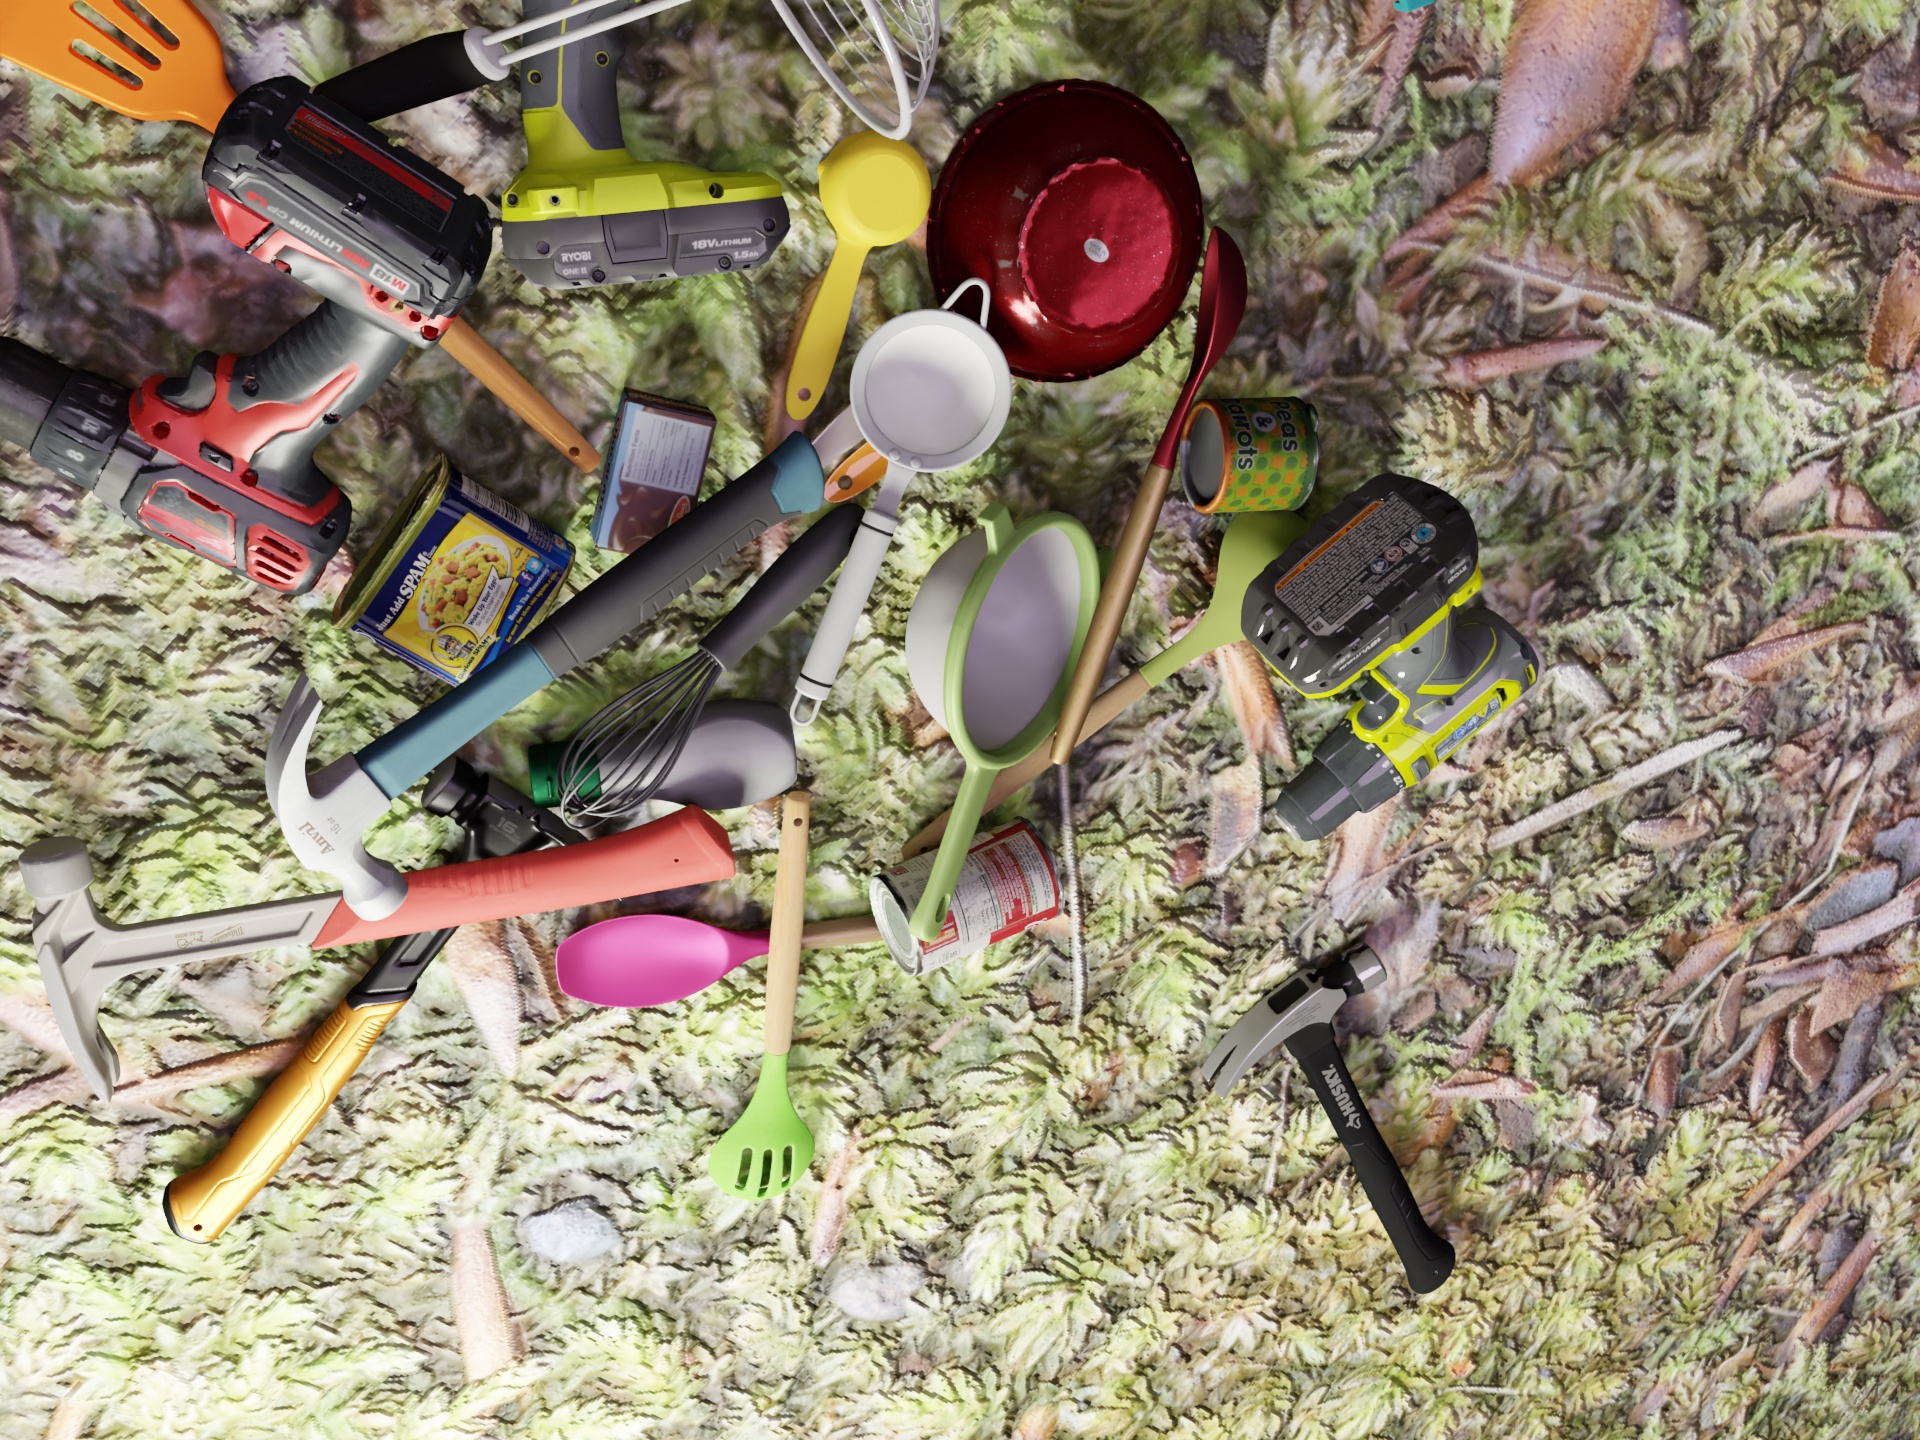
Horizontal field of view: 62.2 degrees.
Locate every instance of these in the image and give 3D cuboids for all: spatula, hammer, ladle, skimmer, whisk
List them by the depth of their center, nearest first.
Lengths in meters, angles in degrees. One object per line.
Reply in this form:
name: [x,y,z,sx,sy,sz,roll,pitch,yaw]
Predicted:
skimmer: [-0.162,-0.263,0.629,0.127,0.363,0.090,55,47,-40]
spatula: [-0.294,-0.229,0.759,0.081,0.041,0.322,-39,120,12]
hammer: [-0.204,-0.040,0.817,0.331,0.033,0.128,-38,134,-13]
hammer: [-0.303,0.108,0.869,0.359,0.037,0.149,-9,114,-12]
whisk: [-0.133,-0.033,0.870,0.239,0.055,0.055,-47,119,-13]
ladle: [0.105,-0.120,0.906,0.031,0.069,0.315,18,104,-2]
hammer: [-0.344,0.179,0.926,0.127,0.034,0.337,37,98,-26]
ladle: [0.088,-0.017,0.979,0.320,0.062,0.078,-37,126,9]
hammer: [0.297,0.321,1.189,0.146,0.035,0.334,-32,118,-3]

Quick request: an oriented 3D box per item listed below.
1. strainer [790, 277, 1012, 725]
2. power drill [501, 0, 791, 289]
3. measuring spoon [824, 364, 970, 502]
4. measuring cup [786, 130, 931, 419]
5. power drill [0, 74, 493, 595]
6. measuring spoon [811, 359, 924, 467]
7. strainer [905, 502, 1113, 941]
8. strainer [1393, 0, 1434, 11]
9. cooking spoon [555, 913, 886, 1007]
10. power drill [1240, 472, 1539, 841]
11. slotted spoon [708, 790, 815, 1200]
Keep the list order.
strainer: [-0.042,-0.116,0.865,0.087,0.050,0.258,21,99,-12]
power drill: [-0.152,-0.324,0.744,0.171,0.080,0.223,-10,112,-12]
measuring spoon: [-0.030,-0.160,0.891,0.117,0.011,0.021,-38,104,5]
measuring cup: [-0.060,-0.231,0.837,0.062,0.029,0.156,15,106,-22]
power drill: [-0.340,-0.176,0.725,0.187,0.080,0.226,30,121,-26]
measuring spoon: [-0.069,-0.158,0.879,0.124,0.018,0.034,-41,121,-5]
strainer: [-0.001,-0.003,0.914,0.151,0.069,0.256,7,103,-60]
strainer: [0.214,-0.536,0.756,0.210,0.095,0.340,22,103,-27]
cooking spoon: [-0.089,0.134,0.995,0.319,0.017,0.068,-5,118,-15]
power drill: [0.251,-0.026,0.966,0.190,0.080,0.228,-40,144,2]
slotted spoon: [-0.114,0.183,0.988,0.070,0.031,0.313,0,117,-17]
